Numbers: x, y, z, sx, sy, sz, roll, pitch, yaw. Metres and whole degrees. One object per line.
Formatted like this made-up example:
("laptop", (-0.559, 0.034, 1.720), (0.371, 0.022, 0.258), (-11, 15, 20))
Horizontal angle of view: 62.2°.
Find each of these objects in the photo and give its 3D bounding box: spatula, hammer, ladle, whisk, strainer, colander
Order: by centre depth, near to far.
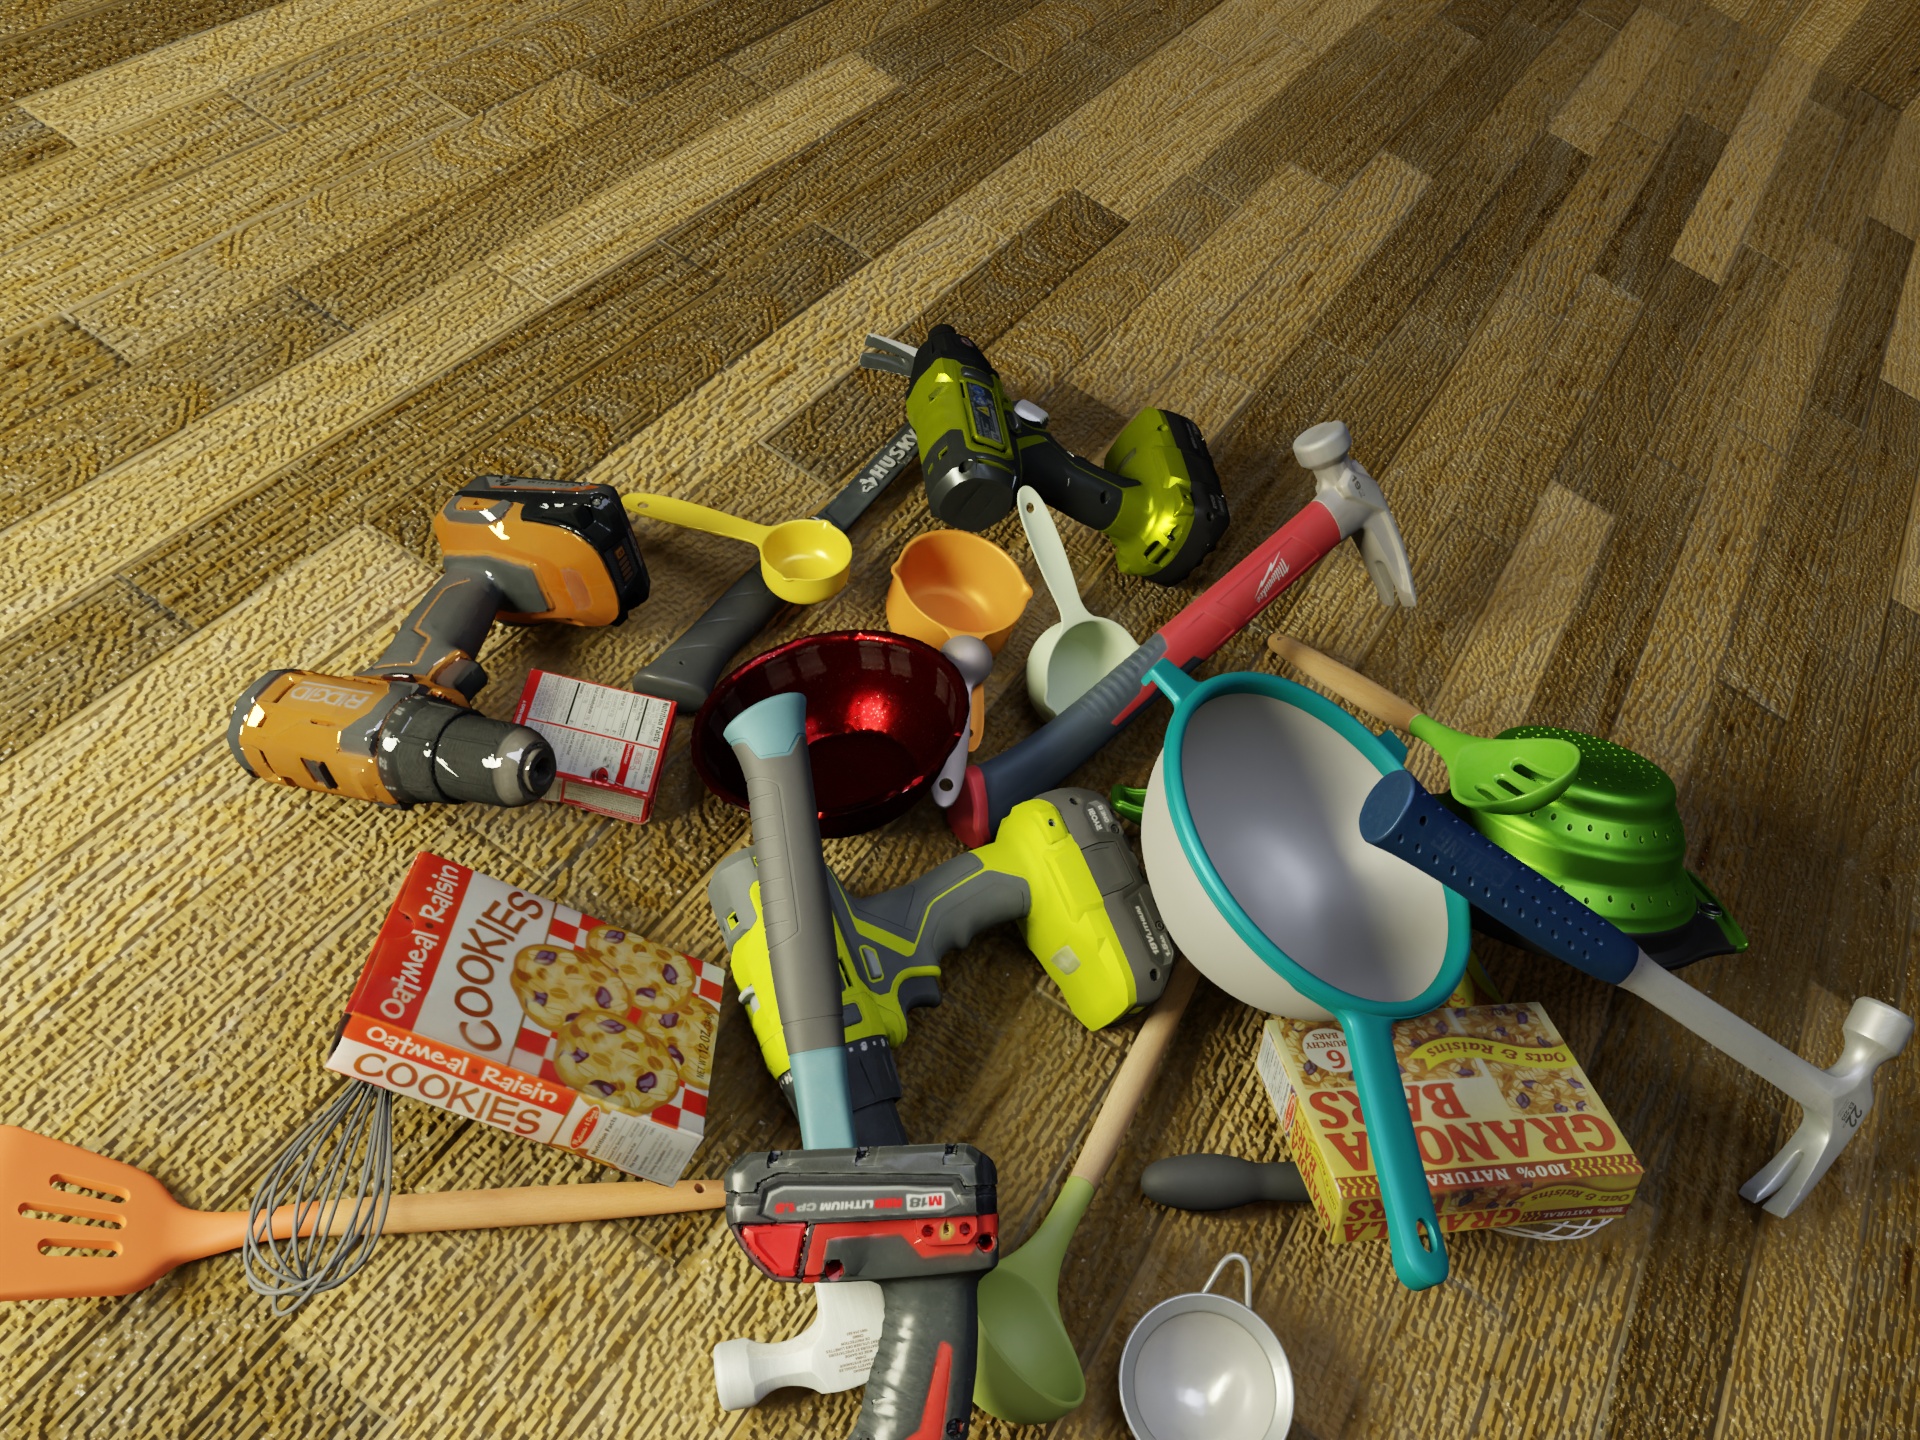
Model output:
("spatula", (-0.263, 0.219, 0.718), (0.322, 0.041, 0.081), (2, 43, -20))
("strainer", (0.098, 0.375, 0.730), (0.087, 0.050, 0.259), (18, 54, 2))
("whisk", (-0.269, 0.166, 0.731), (0.055, 0.055, 0.239), (15, 32, -9))
("hammer", (-0.073, 0.147, 0.770), (0.128, 0.033, 0.331), (-8, 74, -8))
("ladle", (0.081, 0.220, 0.834), (0.078, 0.062, 0.320), (43, 48, -7))
("strainer", (0.179, 0.137, 0.846), (0.210, 0.095, 0.341), (15, 51, -29))
("whisk", (0.235, 0.254, 0.873), (0.284, 0.070, 0.070), (3, 52, -12))
("hammer", (0.377, 0.146, 0.891), (0.405, 0.035, 0.144), (31, 87, -21))
("colander", (0.296, 0.051, 0.991), (0.397, 0.094, 0.205), (10, 22, -1))
("hammer", (0.147, -0.034, 1.026), (0.386, 0.038, 0.143), (-39, 112, -22))
("hammer", (-0.090, -0.139, 1.077), (0.149, 0.036, 0.409), (31, 49, 7))

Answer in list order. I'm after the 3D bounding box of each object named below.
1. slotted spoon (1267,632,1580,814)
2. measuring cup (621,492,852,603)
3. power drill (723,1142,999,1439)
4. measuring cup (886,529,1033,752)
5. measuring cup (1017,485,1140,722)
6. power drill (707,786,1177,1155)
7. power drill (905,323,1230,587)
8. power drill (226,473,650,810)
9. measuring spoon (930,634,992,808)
("slotted spoon", (0.278, -0.006, 1.007), (0.070, 0.031, 0.314), (-30, 26, -7))
("measuring cup", (-0.143, -0.112, 1.006), (0.156, 0.029, 0.062), (17, 48, 12))
("power drill", (-0.062, 0.297, 0.668), (0.188, 0.080, 0.227), (-1, 75, -5))
("measuring cup", (-0.004, -0.041, 1.021), (0.095, 0.052, 0.174), (8, 55, -14))
("measuring cup", (0.062, -0.070, 1.020), (0.083, 0.038, 0.167), (-27, 103, -26))
("power drill", (-0.004, 0.138, 0.856), (0.228, 0.080, 0.191), (-15, 69, -27))
("power drill", (0.069, -0.187, 1.108), (0.223, 0.080, 0.171), (15, 47, -29))
("power drill", (-0.257, -0.039, 0.867), (0.185, 0.084, 0.226), (8, 44, 24))
("measuring spoon", (-0.002, -0.003, 0.951), (0.034, 0.018, 0.124), (11, 56, -4))
